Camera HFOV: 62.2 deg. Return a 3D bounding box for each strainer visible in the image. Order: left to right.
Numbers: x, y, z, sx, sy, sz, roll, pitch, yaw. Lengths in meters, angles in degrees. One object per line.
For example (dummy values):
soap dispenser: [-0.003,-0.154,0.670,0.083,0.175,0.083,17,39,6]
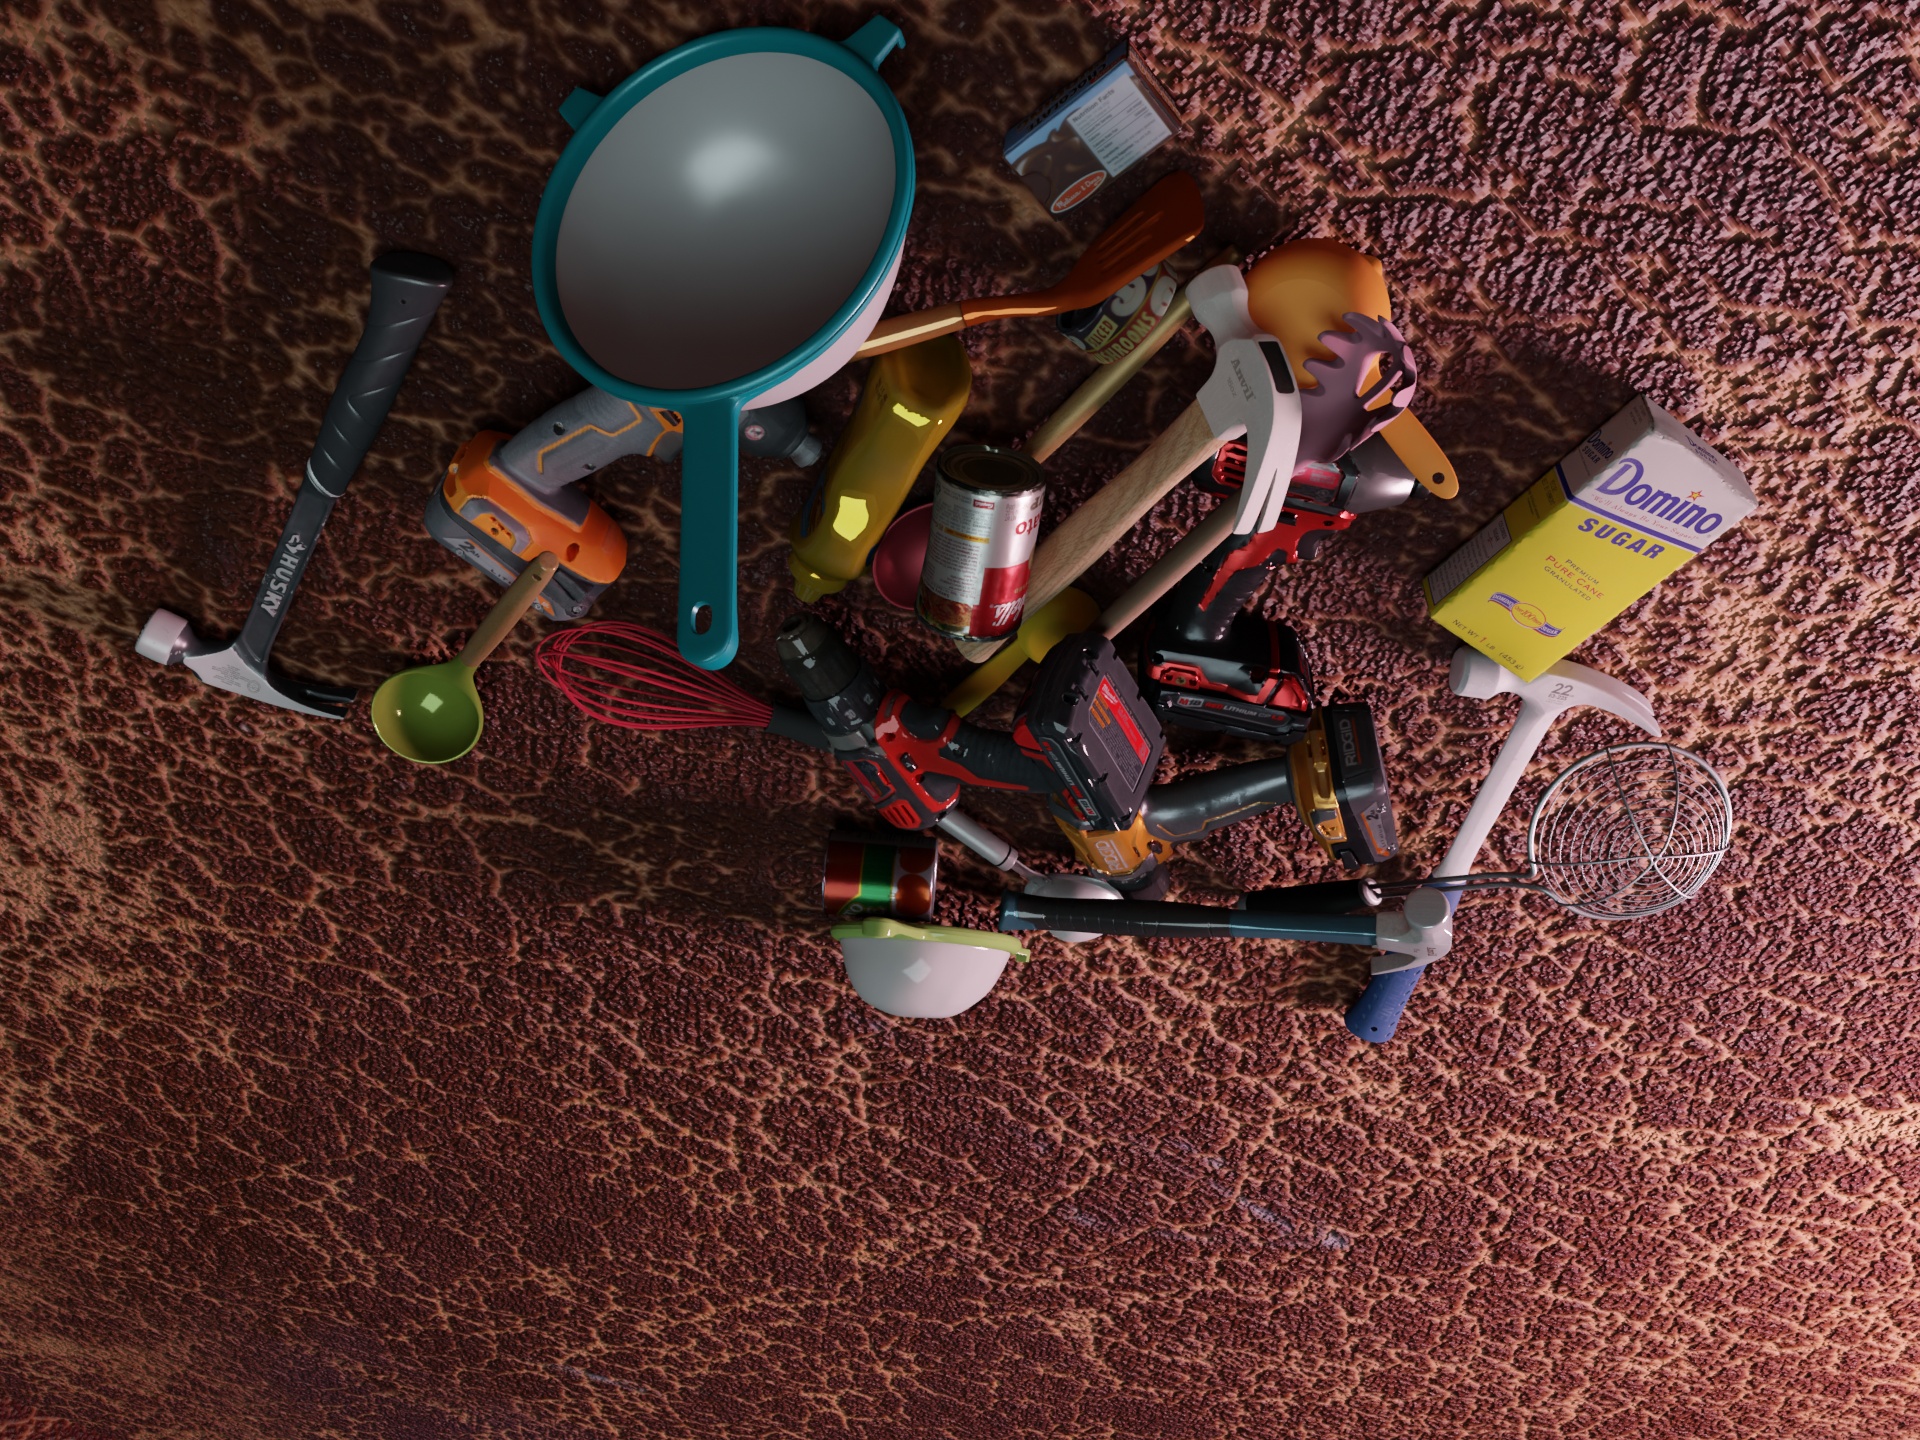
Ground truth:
strainer: [-0.109,-0.182,0.816,0.211,0.340,0.095,-5,165,18]
strainer: [-0.038,0.188,1.193,0.151,0.069,0.256,3,169,10]
strainer: [0.040,0.112,1.227,0.258,0.050,0.087,36,141,-20]

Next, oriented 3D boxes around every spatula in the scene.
spatula: [-0.024,-0.223,0.866,0.322,0.081,0.041,-14,130,10]

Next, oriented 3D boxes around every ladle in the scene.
ladle: [-0.321,-0.040,1.044,0.078,0.062,0.320,32,151,-19]
ladle: [0.054,-0.174,0.966,0.069,0.031,0.315,31,127,-25]

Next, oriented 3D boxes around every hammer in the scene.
hammer: [-0.417,-0.143,1.043,0.149,0.036,0.408,27,130,-20]
hammer: [0.085,-0.117,0.948,0.031,0.130,0.331,-10,162,-34]
hammer: [0.183,0.145,1.150,0.331,0.033,0.128,1,157,19]
hammer: [0.375,0.110,1.187,0.144,0.035,0.405,9,133,-2]

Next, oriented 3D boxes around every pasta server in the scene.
pasta server: [0.147,-0.117,0.909,0.040,0.060,0.316,-8,156,-39]

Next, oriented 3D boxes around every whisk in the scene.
whisk: [-0.154,-0.009,1.126,0.295,0.073,0.073,17,133,-19]

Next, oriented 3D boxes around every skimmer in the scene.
skimmer: [0.350,0.096,1.123,0.363,0.090,0.127,-16,118,51]

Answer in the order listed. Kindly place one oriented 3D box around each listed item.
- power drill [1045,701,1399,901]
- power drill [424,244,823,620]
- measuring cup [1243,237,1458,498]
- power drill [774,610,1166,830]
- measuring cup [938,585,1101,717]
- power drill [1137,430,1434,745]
power drill: [0.190,0.072,1.132,0.226,0.084,0.185,-11,147,15]
power drill: [-0.203,-0.162,0.972,0.164,0.084,0.226,37,123,-26]
measuring cup: [0.216,-0.185,0.876,0.095,0.052,0.173,-38,95,30]
power drill: [-0.002,-0.003,1.038,0.227,0.080,0.187,-3,137,37]
measuring cup: [0.034,-0.034,1.094,0.062,0.029,0.156,34,126,-23]
power drill: [0.196,-0.095,0.992,0.143,0.079,0.219,10,130,-3]
